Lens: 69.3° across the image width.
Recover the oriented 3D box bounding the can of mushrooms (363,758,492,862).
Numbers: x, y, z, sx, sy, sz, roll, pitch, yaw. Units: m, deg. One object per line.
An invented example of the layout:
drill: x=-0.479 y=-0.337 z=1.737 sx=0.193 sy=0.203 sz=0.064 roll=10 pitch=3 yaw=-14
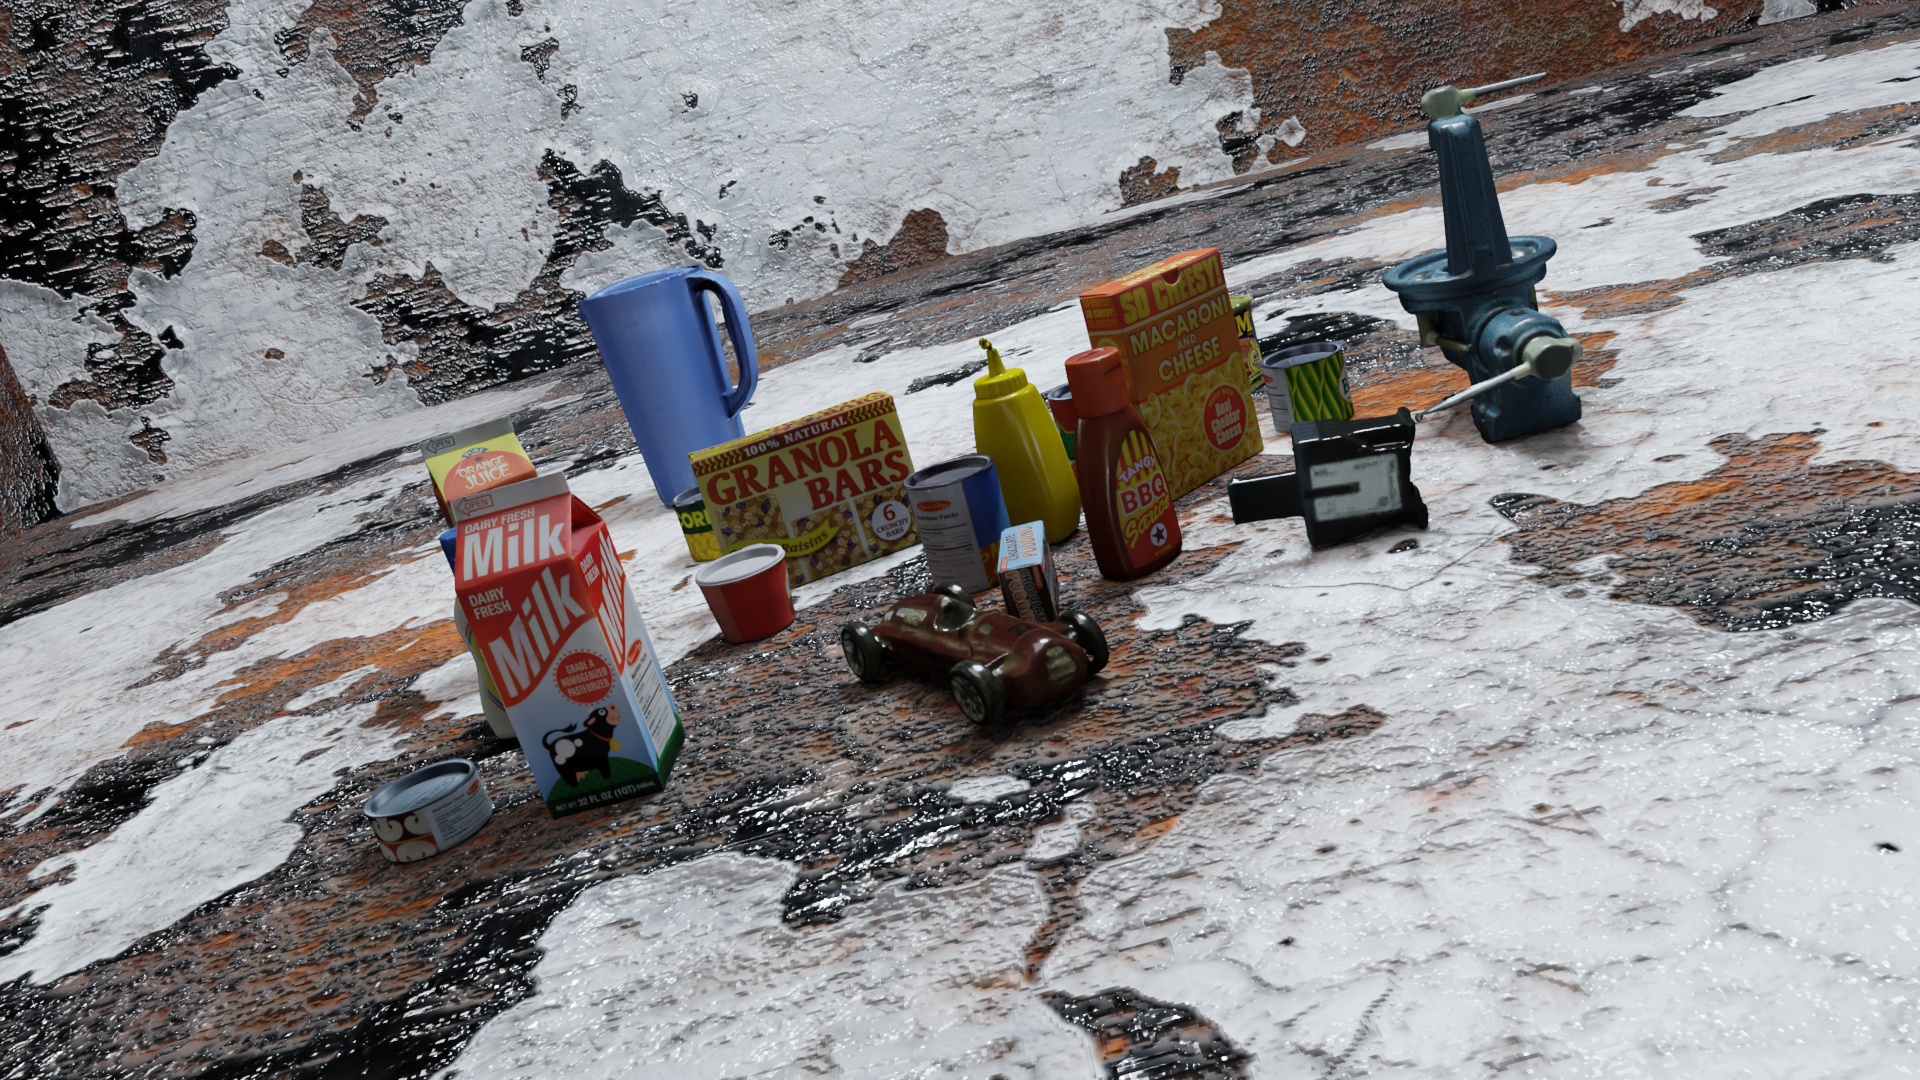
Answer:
can of mushrooms: x=-0.319 y=0.161 z=0.830 sx=0.071 sy=0.033 sz=0.071 roll=-15 pitch=17 yaw=5

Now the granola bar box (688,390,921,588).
granola bar box: x=-0.118 y=-0.035 z=1.107 sx=0.166 sy=0.124 sz=0.039 roll=-20 pitch=17 yaw=-12

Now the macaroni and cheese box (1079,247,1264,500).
macaroni and cheese box: x=0.165 y=-0.126 z=1.064 sx=0.124 sy=0.166 sz=0.040 roll=-28 pitch=20 yaw=-34

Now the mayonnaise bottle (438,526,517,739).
mayonnaise bottle: x=-0.311 y=0.059 z=0.945 sx=0.065 sy=0.147 sz=0.041 roll=-16 pitch=17 yaw=2

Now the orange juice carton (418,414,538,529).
orange juice carton: x=-0.354 y=0.002 z=1.088 sx=0.072 sy=0.192 sz=0.073 roll=-23 pitch=18 yaw=-23

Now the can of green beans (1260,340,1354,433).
can of green beans: x=0.284 y=-0.125 z=1.137 sx=0.071 sy=0.057 sz=0.071 roll=-15 pitch=17 yaw=5

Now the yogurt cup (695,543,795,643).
yogurt cup: x=-0.155 y=0.040 z=1.023 sx=0.072 sy=0.053 sz=0.072 roll=-15 pitch=17 yaw=5

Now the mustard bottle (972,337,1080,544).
mustard bottle: x=0.042 y=-0.075 z=1.026 sx=0.065 sy=0.159 sz=0.049 roll=-4 pitch=21 yaw=36

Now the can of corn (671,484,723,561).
can of corn: x=-0.223 y=-0.019 z=1.262 sx=0.071 sy=0.058 sz=0.071 roll=-15 pitch=17 yaw=5

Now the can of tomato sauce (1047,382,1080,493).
can of tomato sauce: x=0.111 y=-0.087 z=1.131 sx=0.071 sy=0.083 sz=0.071 roll=-15 pitch=17 yaw=5

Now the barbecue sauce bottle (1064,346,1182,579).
barbecue sauce bottle: x=0.103 y=-0.052 z=0.918 sx=0.065 sy=0.148 sz=0.043 roll=-28 pitch=20 yaw=-35

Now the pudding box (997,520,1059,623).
pudding box: x=0.044 y=0.024 z=0.900 sx=0.030 sy=0.049 sz=0.084 roll=-14 pitch=17 yaw=9

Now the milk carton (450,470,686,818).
milk carton: x=-0.231 y=0.056 z=0.811 sx=0.072 sy=0.190 sz=0.074 roll=-15 pitch=17 yaw=5

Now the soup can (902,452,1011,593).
soup can: x=0.004 y=-0.012 z=0.994 sx=0.071 sy=0.083 sz=0.071 roll=-15 pitch=17 yaw=5
